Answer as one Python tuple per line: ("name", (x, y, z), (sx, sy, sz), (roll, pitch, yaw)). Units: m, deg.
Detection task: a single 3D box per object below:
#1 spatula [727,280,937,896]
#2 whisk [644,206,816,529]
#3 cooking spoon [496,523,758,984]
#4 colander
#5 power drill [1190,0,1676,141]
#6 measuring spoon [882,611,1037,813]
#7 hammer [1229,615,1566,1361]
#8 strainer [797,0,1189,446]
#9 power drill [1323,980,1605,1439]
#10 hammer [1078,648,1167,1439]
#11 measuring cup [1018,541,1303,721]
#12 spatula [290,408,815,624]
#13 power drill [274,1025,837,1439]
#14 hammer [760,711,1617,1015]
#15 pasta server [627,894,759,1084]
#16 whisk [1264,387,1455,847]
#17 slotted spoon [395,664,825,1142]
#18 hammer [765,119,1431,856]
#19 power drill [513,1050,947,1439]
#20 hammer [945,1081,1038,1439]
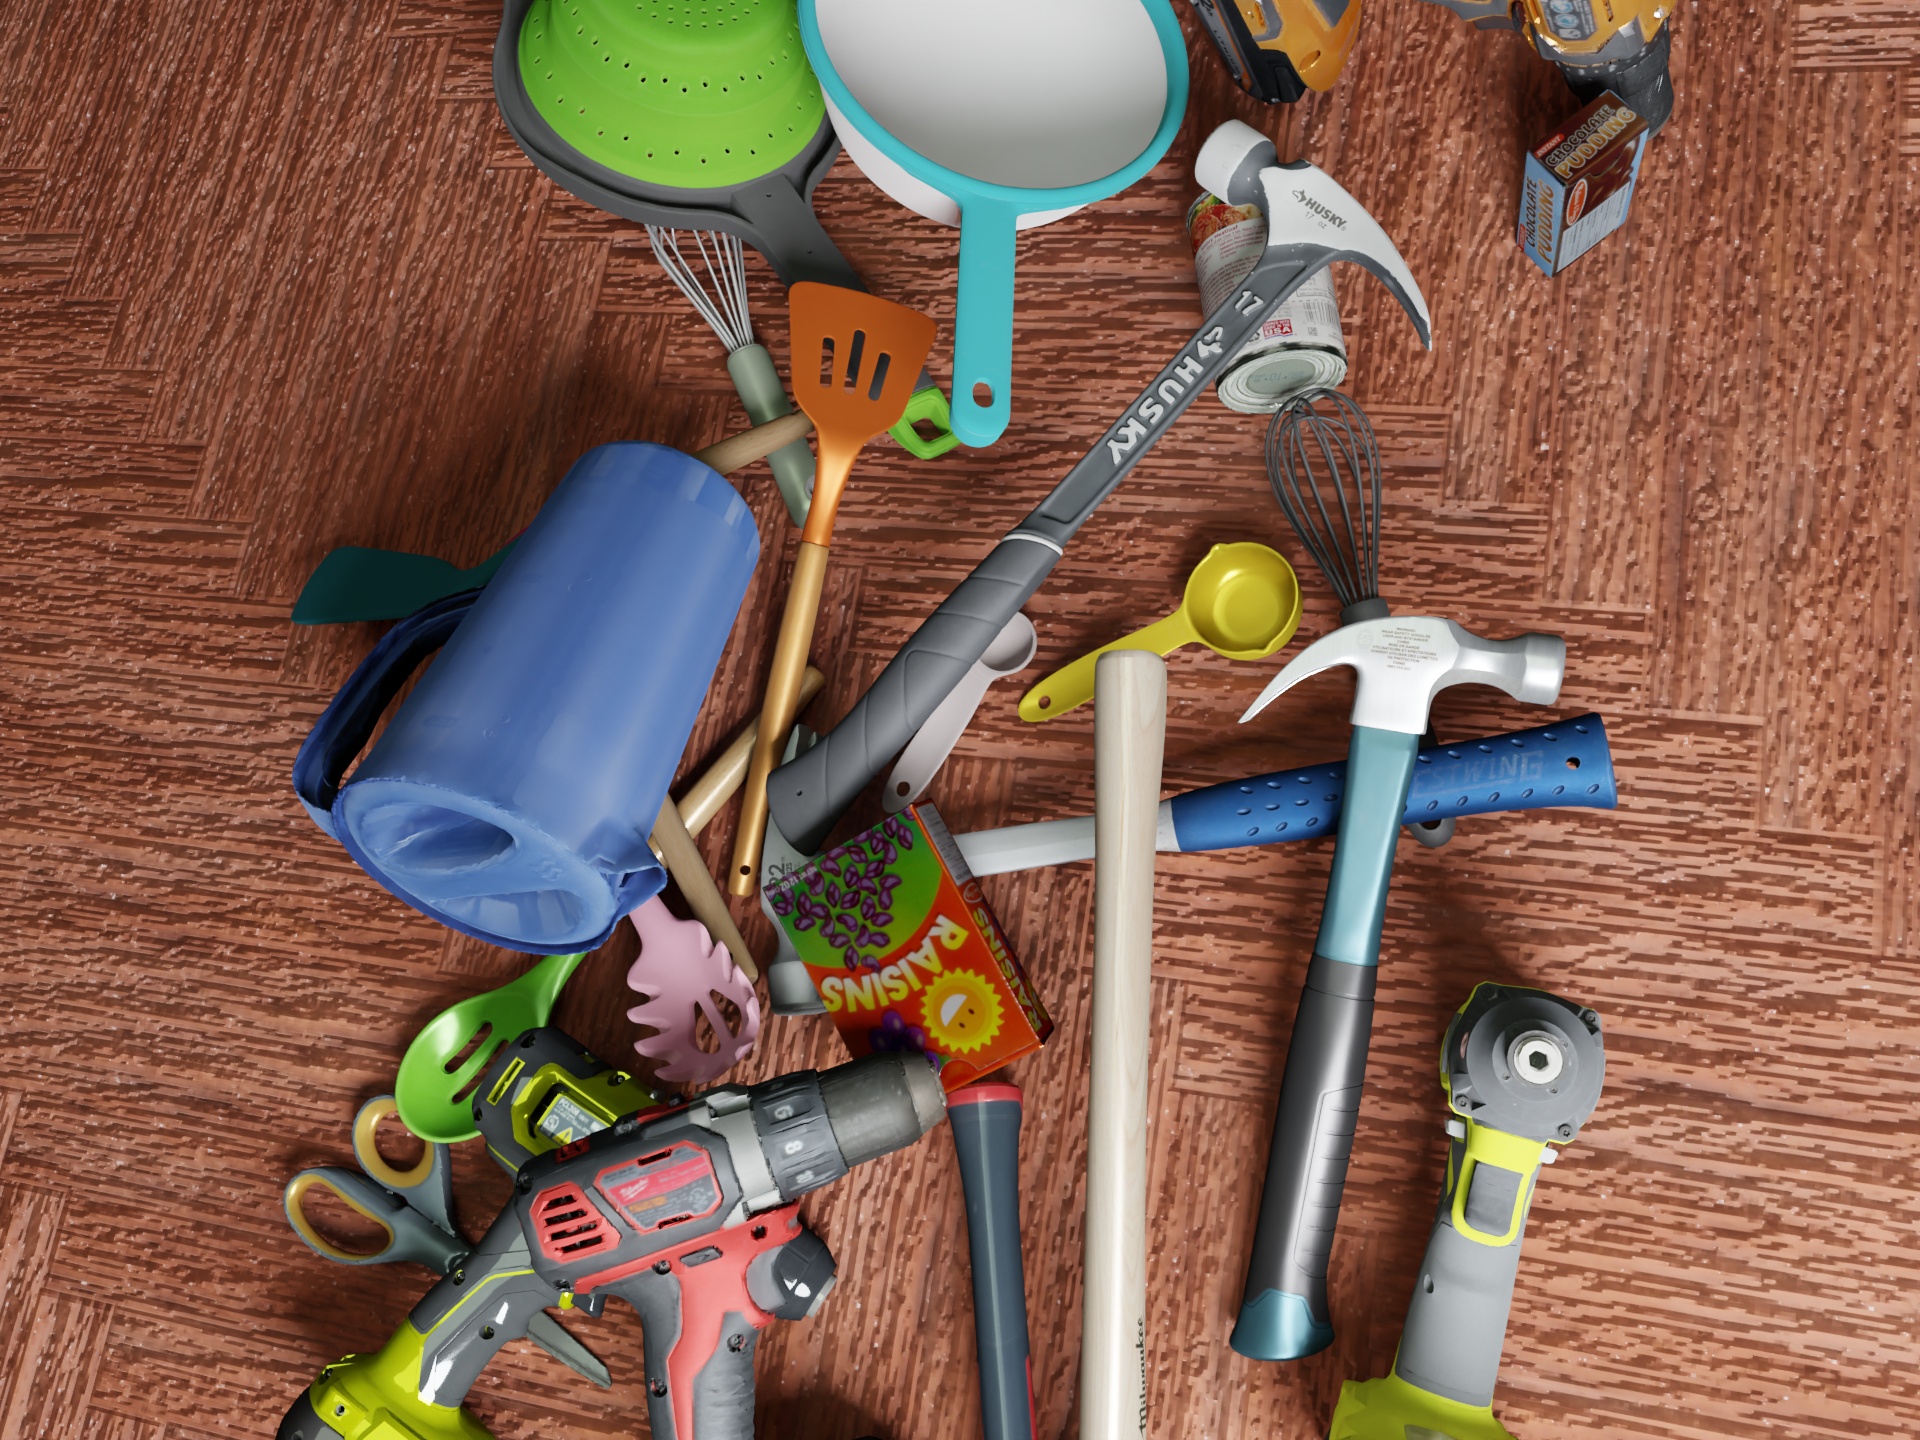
("spatula", (-0.081, -0.068, 0.829), (0.081, 0.041, 0.322), (12, 92, -12))
("whisk", (-0.125, -0.212, 0.903), (0.059, 0.057, 0.246), (-39, 68, 39))
("cooking spoon", (-0.180, 0.010, 0.847), (0.069, 0.017, 0.319), (-37, 61, 7))
("colander", (-0.111, -0.319, 0.870), (0.204, 0.094, 0.397), (-30, 77, -23))
("power drill", (0.242, -0.359, 0.797), (0.226, 0.185, 0.084), (18, 79, 38))
("measuring spoon", (-0.001, -0.003, 0.826), (0.034, 0.018, 0.124), (36, 93, 21))
("hammer", (0.166, 0.117, 0.689), (0.128, 0.033, 0.331), (10, 93, 14))
("strainer", (0.007, -0.282, 0.838), (0.211, 0.095, 0.341), (8, 70, -14))
("power drill", (0.202, 0.216, 0.626), (0.080, 0.171, 0.223), (13, 82, 18))
("hammer", (0.065, 0.172, 0.663), (0.038, 0.146, 0.411), (0, 80, 13))
("measuring cup", (0.101, -0.036, 0.805), (0.156, 0.029, 0.062), (-28, 69, 18))
("spatula", (-0.220, -0.116, 0.881), (0.317, 0.044, 0.082), (-21, 34, 14))
("power drill", (-0.188, 0.286, 0.750), (0.190, 0.080, 0.228), (33, 80, 8))
("hammer", (0.091, 0.045, 0.753), (0.405, 0.035, 0.144), (-10, 75, 17))
("pasta server", (-0.185, 0.055, 0.807), (0.060, 0.040, 0.316), (-38, 60, 0))
("whisk", (0.198, -0.054, 0.771), (0.055, 0.055, 0.239), (-16, 75, 10))
("slotted spoon", (-0.177, 0.093, 0.836), (0.070, 0.031, 0.314), (39, 85, 21))
("hammer", (0.052, -0.095, 0.764), (0.149, 0.036, 0.409), (43, 93, 22))
("power drill", (-0.072, 0.264, 0.686), (0.188, 0.080, 0.227), (-18, 87, -6))
("hammer", (0.022, 0.346, 0.661), (0.038, 0.143, 0.387), (-8, 69, 8))
